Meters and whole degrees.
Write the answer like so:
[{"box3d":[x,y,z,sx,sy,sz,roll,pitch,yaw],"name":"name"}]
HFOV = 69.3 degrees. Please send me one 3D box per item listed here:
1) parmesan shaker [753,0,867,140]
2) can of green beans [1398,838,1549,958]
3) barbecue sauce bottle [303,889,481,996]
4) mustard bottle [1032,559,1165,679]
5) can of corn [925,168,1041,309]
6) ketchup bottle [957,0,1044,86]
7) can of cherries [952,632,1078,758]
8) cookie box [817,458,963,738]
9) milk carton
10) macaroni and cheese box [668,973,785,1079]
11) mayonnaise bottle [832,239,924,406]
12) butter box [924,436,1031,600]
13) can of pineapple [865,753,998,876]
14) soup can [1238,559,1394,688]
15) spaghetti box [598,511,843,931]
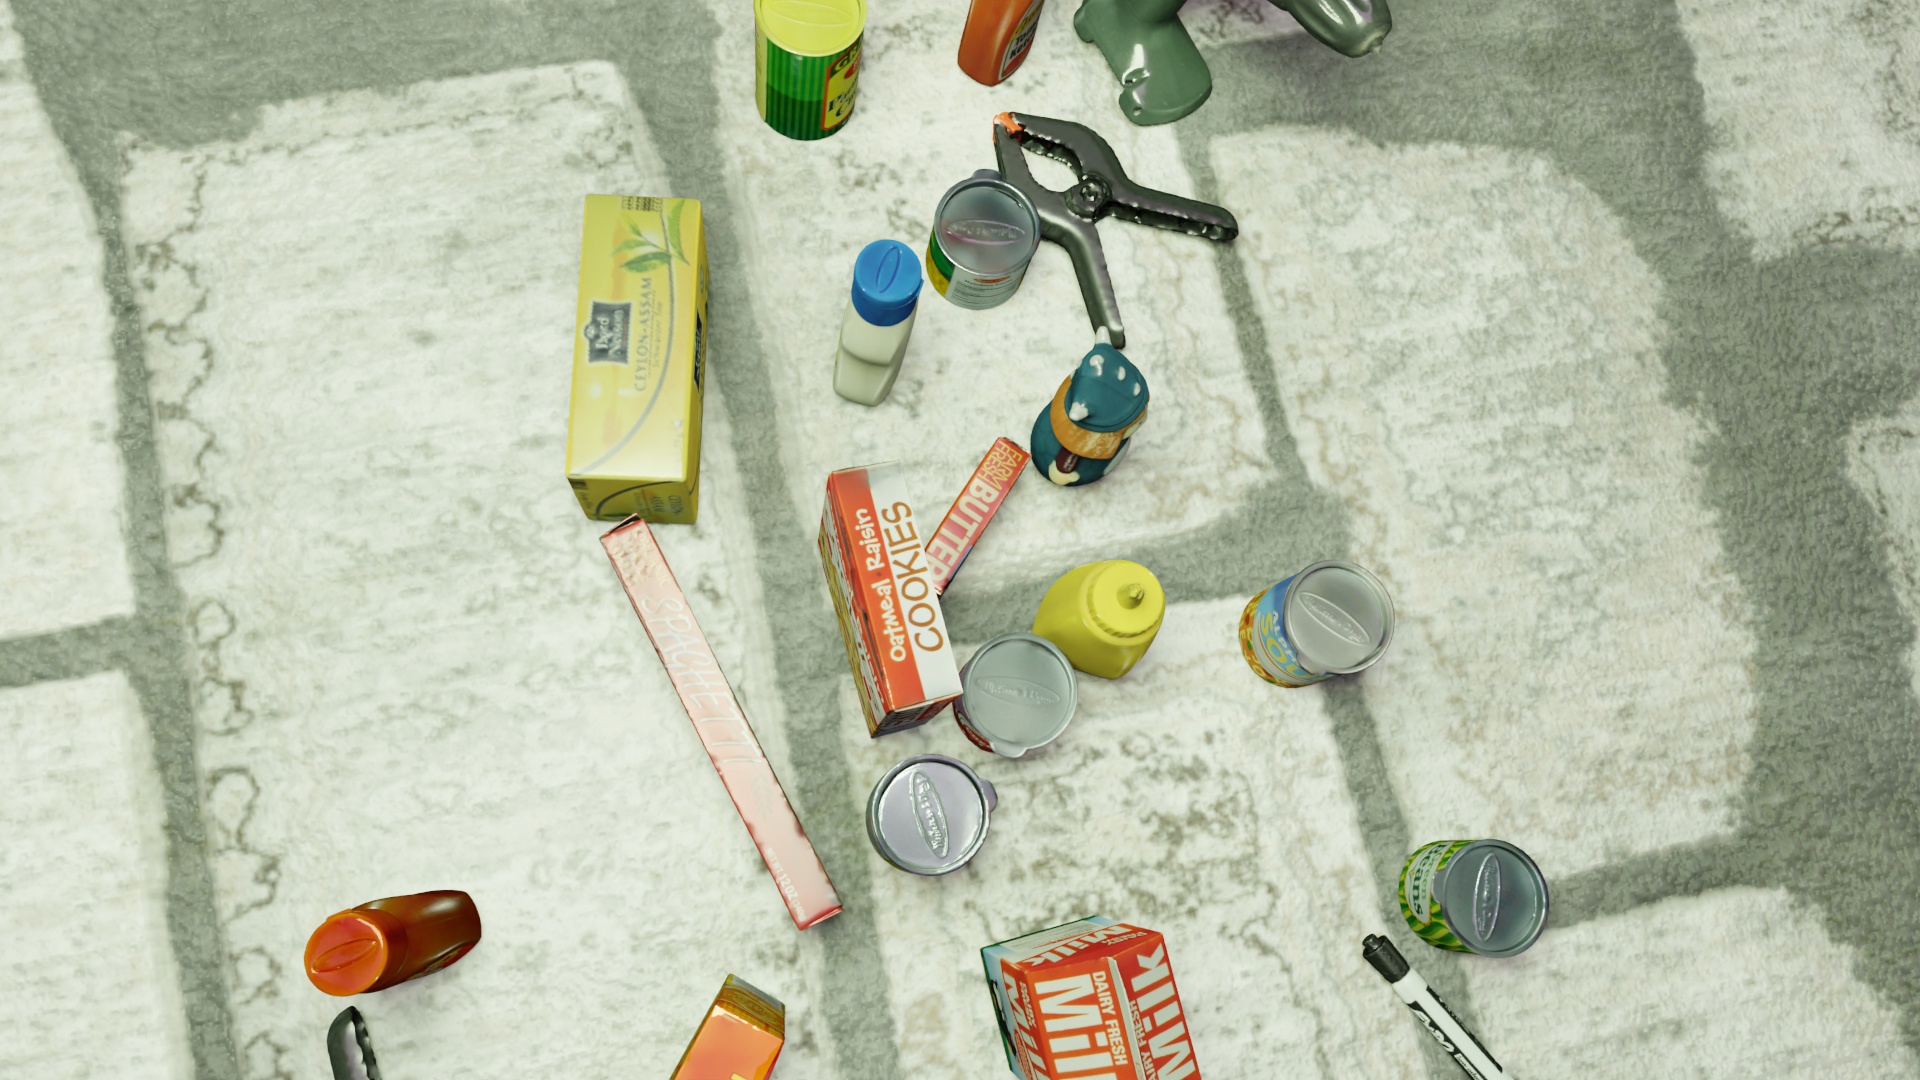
[{"box3d":[-0.093,-0.303,0.859,0.071,0.103,0.071,2,77,-7],"name":"parmesan shaker"},{"box3d":[0.300,0.209,0.817,0.071,0.057,0.071,2,77,-7],"name":"can of green beans"},{"box3d":[-0.285,0.200,0.691,0.065,0.148,0.044,-20,81,-12],"name":"barbecue sauce bottle"},{"box3d":[0.083,0.041,0.773,0.065,0.160,0.049,27,75,-1],"name":"mustard bottle"},{"box3d":[0.013,-0.187,0.870,0.071,0.058,0.071,2,77,-7],"name":"can of corn"},{"box3d":[0.033,-0.347,0.863,0.043,0.148,0.065,33,75,0],"name":"ketchup bottle"},{"box3d":[0.029,0.093,0.806,0.071,0.058,0.071,2,77,-7],"name":"can of cherries"},{"box3d":[-0.043,0.038,0.753,0.040,0.167,0.123,-14,80,-11],"name":"cookie box"},{"box3d":[0.065,0.241,0.709,0.073,0.190,0.072,-13,80,-10],"name":"milk carton"},{"box3d":[-0.131,0.284,0.684,0.040,0.166,0.124,29,75,-1],"name":"macaroni and cheese box"},{"box3d":[-0.048,-0.127,0.801,0.041,0.147,0.065,19,76,-3],"name":"mayonnaise bottle"},{"box3d":[0.003,-0.010,0.830,0.024,0.053,0.104,33,75,0],"name":"butter box"},{"box3d":[-0.018,0.156,0.786,0.071,0.057,0.071,2,77,-7],"name":"can of pineapple"},{"box3d":[0.208,0.054,0.827,0.071,0.083,0.071,2,77,-7],"name":"soup can"},{"box3d":[-0.136,0.102,0.786,0.029,0.050,0.250,-27,82,-13],"name":"spaghetti box"}]
